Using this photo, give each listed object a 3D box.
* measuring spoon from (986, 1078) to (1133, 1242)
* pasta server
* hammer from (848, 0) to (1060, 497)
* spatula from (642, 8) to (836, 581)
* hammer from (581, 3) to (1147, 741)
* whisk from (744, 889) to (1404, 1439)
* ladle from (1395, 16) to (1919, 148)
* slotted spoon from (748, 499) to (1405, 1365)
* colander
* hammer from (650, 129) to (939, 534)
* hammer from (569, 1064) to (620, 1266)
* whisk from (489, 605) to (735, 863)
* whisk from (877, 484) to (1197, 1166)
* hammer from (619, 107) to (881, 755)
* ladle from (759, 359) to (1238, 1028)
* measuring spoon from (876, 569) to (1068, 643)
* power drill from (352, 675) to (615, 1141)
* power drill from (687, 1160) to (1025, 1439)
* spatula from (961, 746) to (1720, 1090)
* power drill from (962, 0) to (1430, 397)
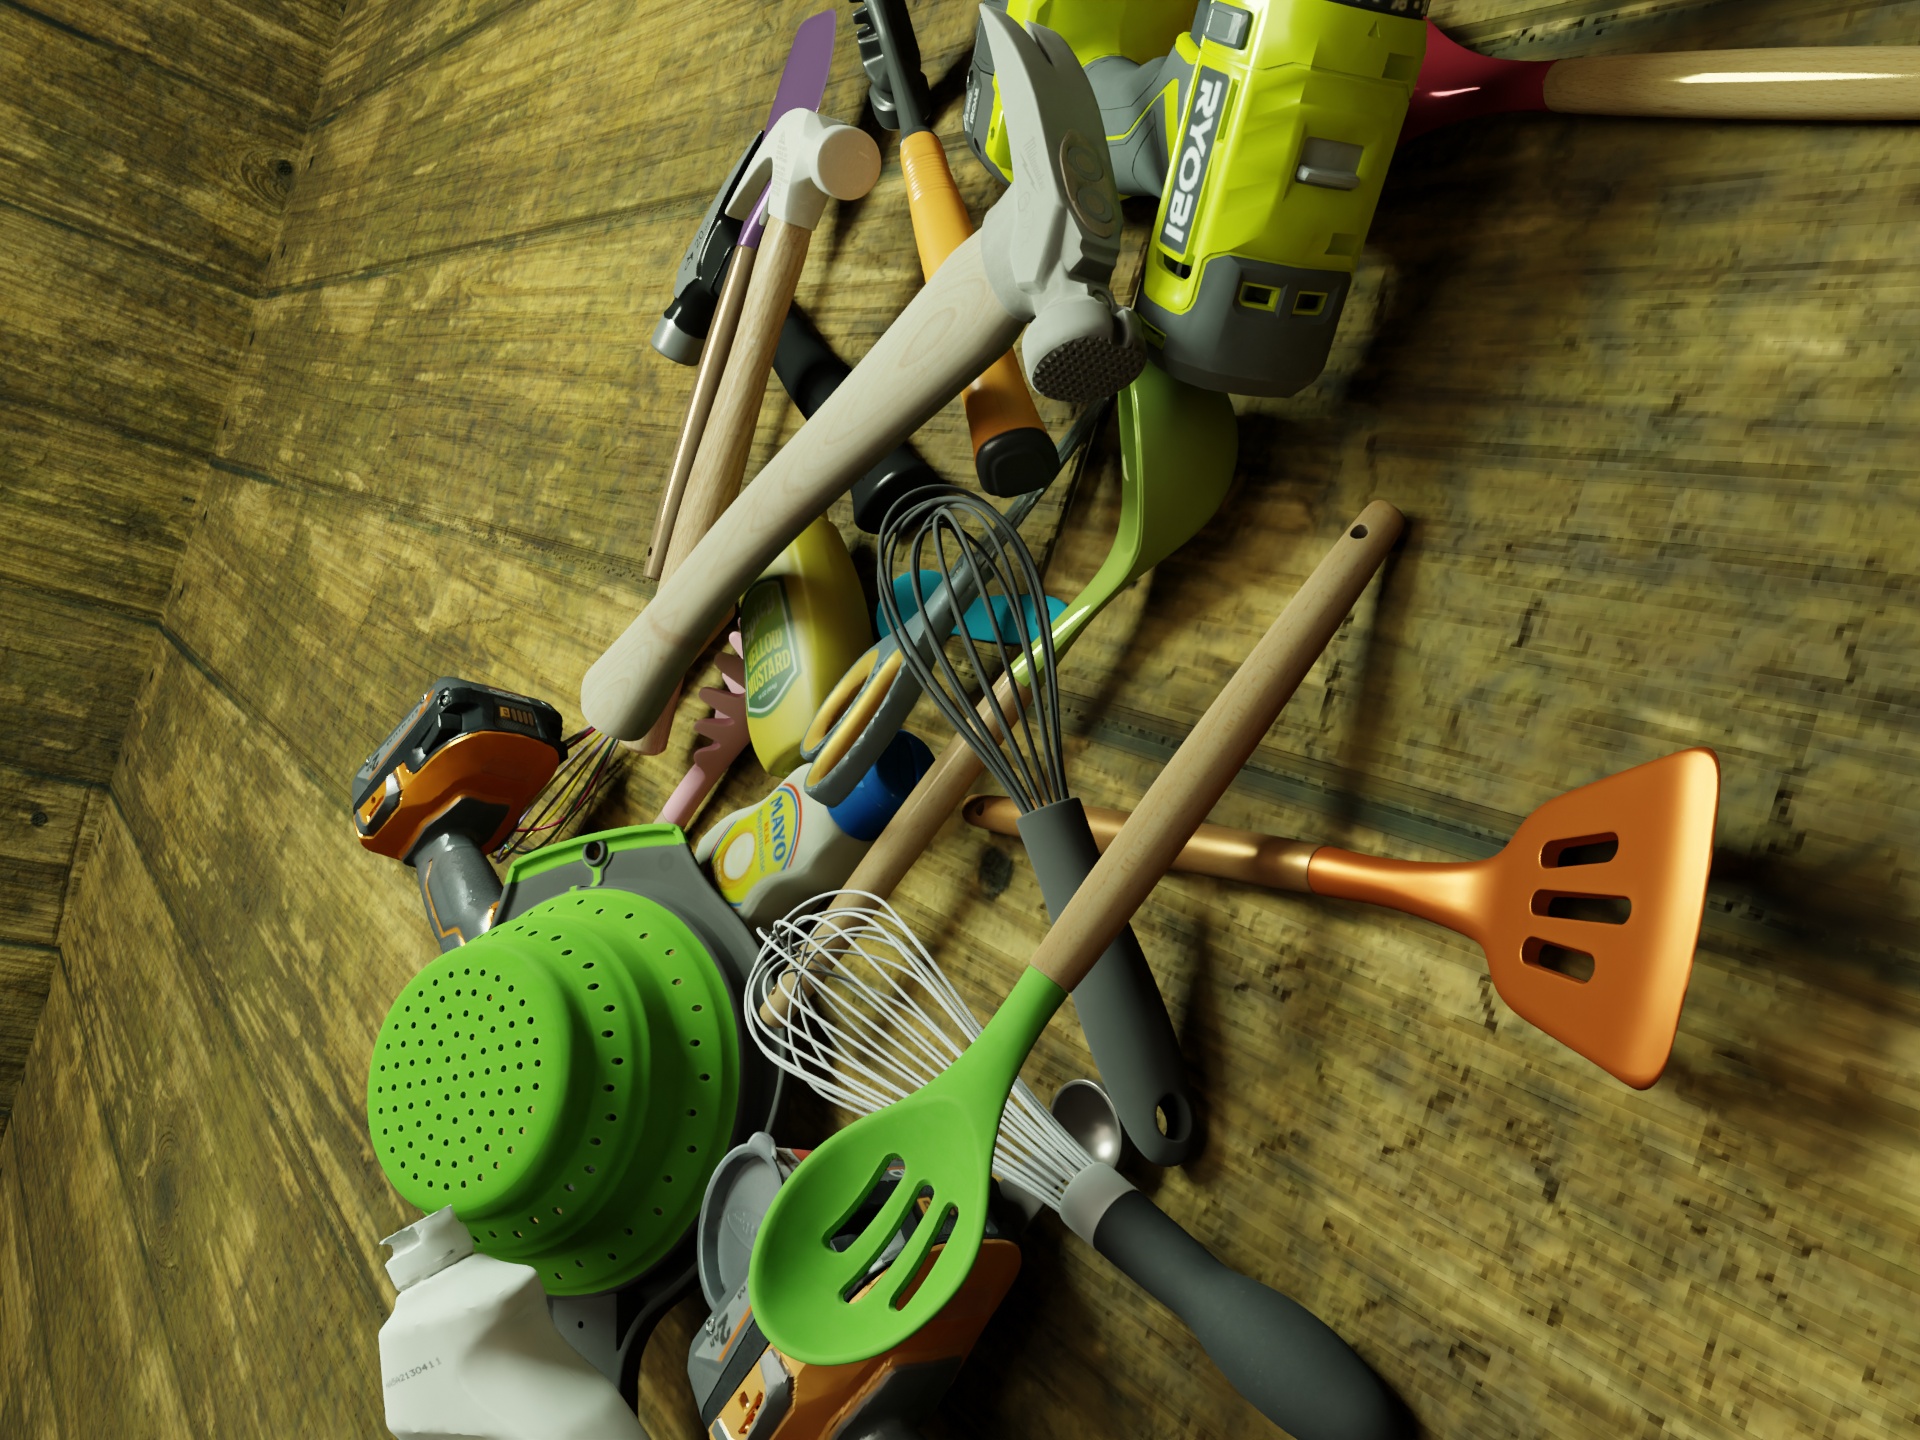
[{"bbox_3d":[0.026,0.167,0.560,0.124,0.018,0.034,-55,50,35],"label":"measuring spoon"},{"bbox_3d":[-0.170,0.065,0.844,0.316,0.040,0.060,-53,12,29],"label":"pasta server"},{"bbox_3d":[-0.011,-0.228,0.682,0.034,0.127,0.337,-16,54,3],"label":"hammer"},{"bbox_3d":[-0.119,-0.226,0.849,0.060,0.018,0.316,19,92,55],"label":"spatula"},{"bbox_3d":[-0.071,-0.102,0.658,0.410,0.038,0.146,-36,56,48],"label":"hammer"},{"bbox_3d":[0.023,0.136,0.511,0.285,0.070,0.070,31,102,40],"label":"whisk"},{"bbox_3d":[0.195,-0.182,0.460,0.316,0.031,0.069,30,102,52],"label":"ladle"},{"bbox_3d":[0.044,0.059,0.485,0.070,0.031,0.314,31,82,41],"label":"slotted spoon"},{"bbox_3d":[-0.174,0.232,0.652,0.204,0.094,0.397,-14,70,25],"label":"colander"},{"bbox_3d":[-0.084,-0.196,0.835,0.146,0.035,0.335,-58,38,21],"label":"hammer"},{"bbox_3d":[-0.173,0.318,0.750,0.128,0.033,0.331,-35,50,40],"label":"hammer"},{"bbox_3d":[-0.204,0.006,0.915,0.245,0.047,0.051,-43,57,29],"label":"whisk"},{"bbox_3d":[0.027,0.032,0.527,0.055,0.055,0.239,-30,76,44],"label":"whisk"},{"bbox_3d":[-0.119,-0.137,0.798,0.130,0.031,0.331,50,125,58],"label":"hammer"},{"bbox_3d":[-0.001,-0.002,0.606,0.320,0.062,0.078,-54,14,21],"label":"ladle"},{"bbox_3d":[0.000,-0.046,0.669,0.129,0.021,0.042,7,82,55],"label":"measuring spoon"},{"bbox_3d":[-0.244,0.089,0.840,0.164,0.084,0.227,-41,53,26],"label":"power drill"},{"bbox_3d":[0.016,0.238,0.480,0.185,0.084,0.226,-57,46,22],"label":"power drill"},{"bbox_3d":[0.089,0.041,0.498,0.323,0.041,0.081,5,79,55],"label":"spatula"},{"bbox_3d":[0.080,-0.236,0.539,0.229,0.080,0.190,-120,37,-54],"label":"power drill"}]
